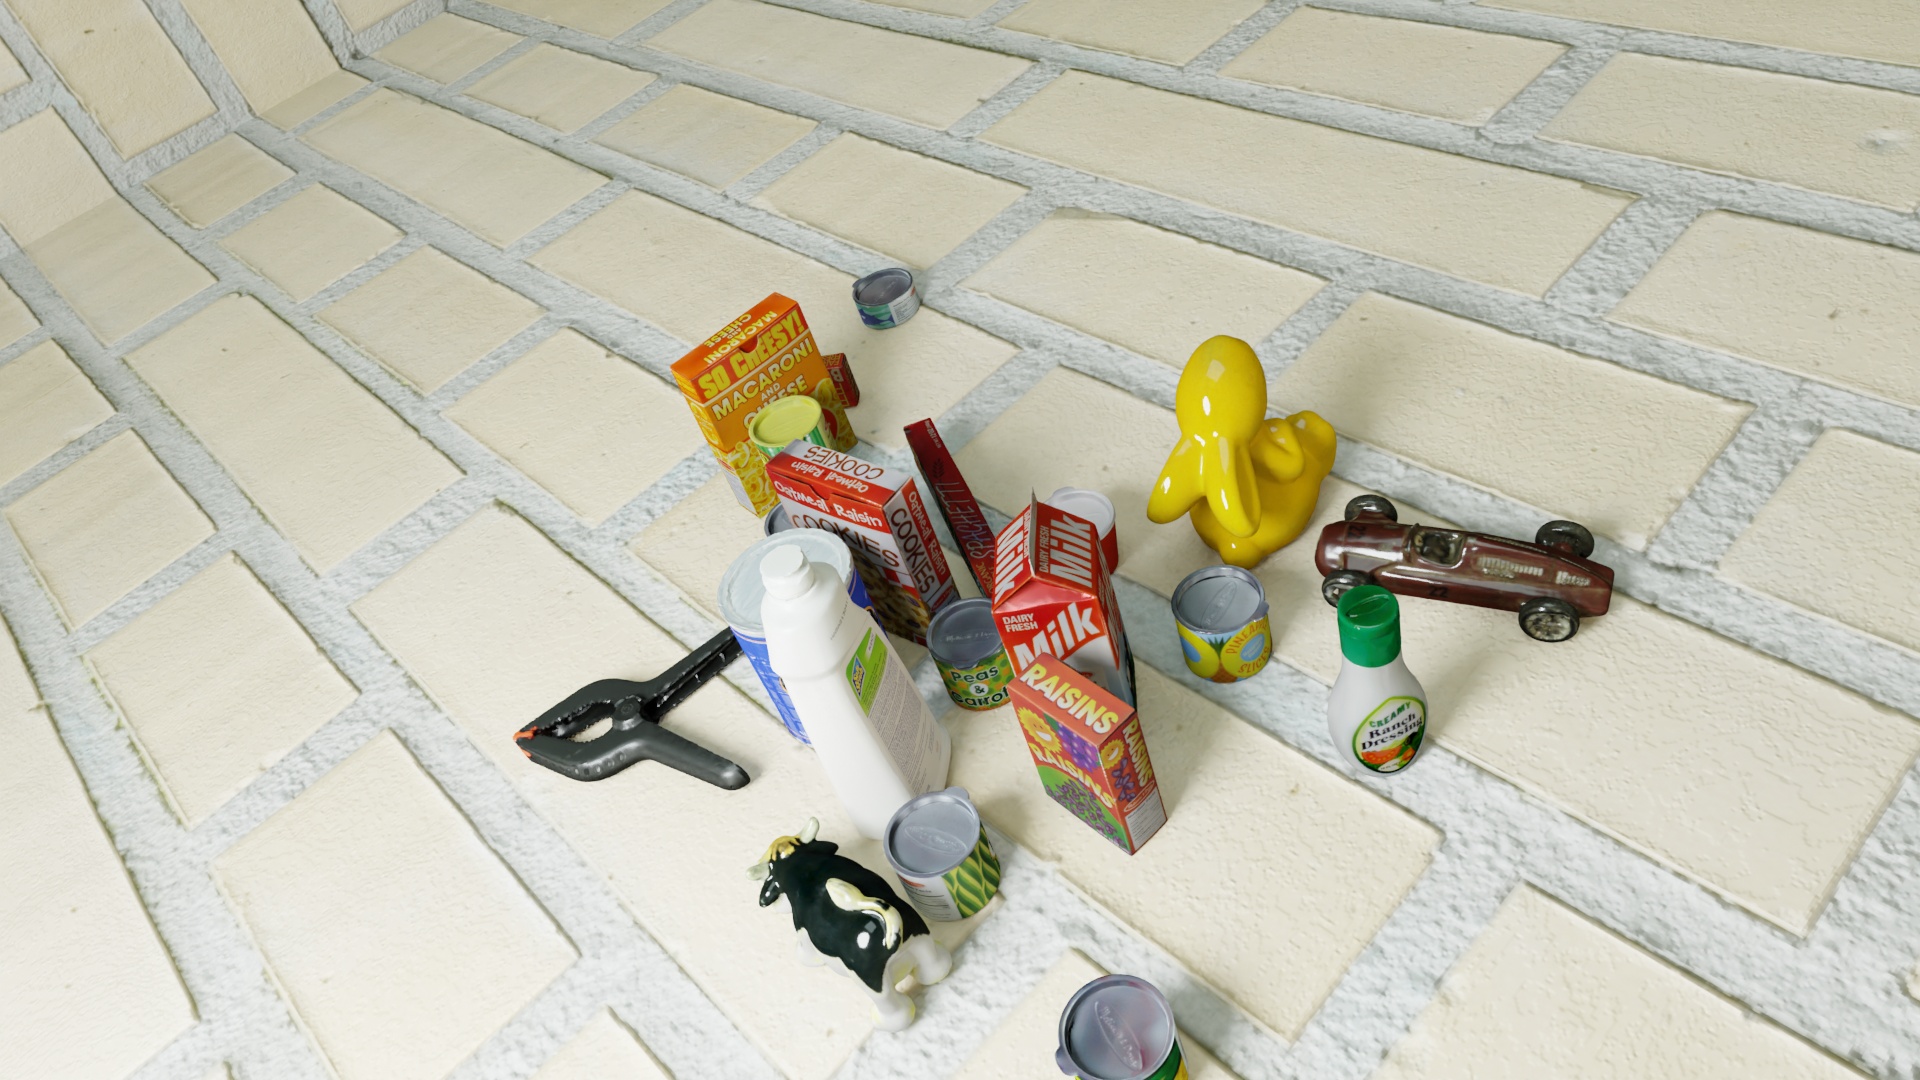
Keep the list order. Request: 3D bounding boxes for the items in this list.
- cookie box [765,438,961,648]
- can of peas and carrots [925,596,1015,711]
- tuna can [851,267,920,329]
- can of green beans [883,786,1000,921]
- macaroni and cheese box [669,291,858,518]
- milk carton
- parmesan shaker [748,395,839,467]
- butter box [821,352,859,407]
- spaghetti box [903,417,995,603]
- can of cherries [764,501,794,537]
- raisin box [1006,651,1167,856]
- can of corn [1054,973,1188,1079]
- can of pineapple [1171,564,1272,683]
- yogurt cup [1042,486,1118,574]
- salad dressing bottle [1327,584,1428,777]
[{"bbox_3d":[-0.071,0.006,1.079,0.123,0.166,0.040,19,55,35],"label":"cookie box"},{"bbox_3d":[0.014,0.087,1.042,0.071,0.058,0.071,-11,43,10],"label":"can of peas and carrots"},{"bbox_3d":[-0.079,-0.253,1.455,0.071,0.032,0.071,-11,43,10],"label":"tuna can"},{"bbox_3d":[-0.011,0.210,0.924,0.071,0.057,0.071,-11,43,10],"label":"can of green beans"},{"bbox_3d":[-0.173,-0.121,1.252,0.124,0.165,0.040,-41,45,-21],"label":"macaroni and cheese box"},{"bbox_3d":[0.070,0.054,0.957,0.073,0.189,0.073,-9,43,13],"label":"milk carton"},{"bbox_3d":[-0.137,-0.067,1.229,0.071,0.102,0.072,-11,43,11],"label":"parmesan shaker"},{"bbox_3d":[-0.154,-0.152,1.362,0.103,0.053,0.024,-6,44,16],"label":"butter box"},{"bbox_3d":[0.004,-0.015,1.159,0.029,0.050,0.251,-24,42,-3],"label":"spaghetti box"},{"bbox_3d":[-0.129,0.001,1.188,0.071,0.058,0.072,-11,43,10],"label":"can of cherries"},{"bbox_3d":[0.084,0.140,0.912,0.040,0.122,0.086,-40,45,-20],"label":"raisin box"},{"bbox_3d":[0.092,0.294,0.795,0.071,0.058,0.071,-11,43,10],"label":"can of corn"},{"bbox_3d":[0.190,0.062,1.001,0.071,0.057,0.071,-11,43,10],"label":"can of pineapple"},{"bbox_3d":[0.094,0.001,1.105,0.072,0.053,0.073,-11,43,10],"label":"yogurt cup"},{"bbox_3d":[0.261,0.090,0.877,0.064,0.147,0.044,-23,42,-3],"label":"salad dressing bottle"}]
